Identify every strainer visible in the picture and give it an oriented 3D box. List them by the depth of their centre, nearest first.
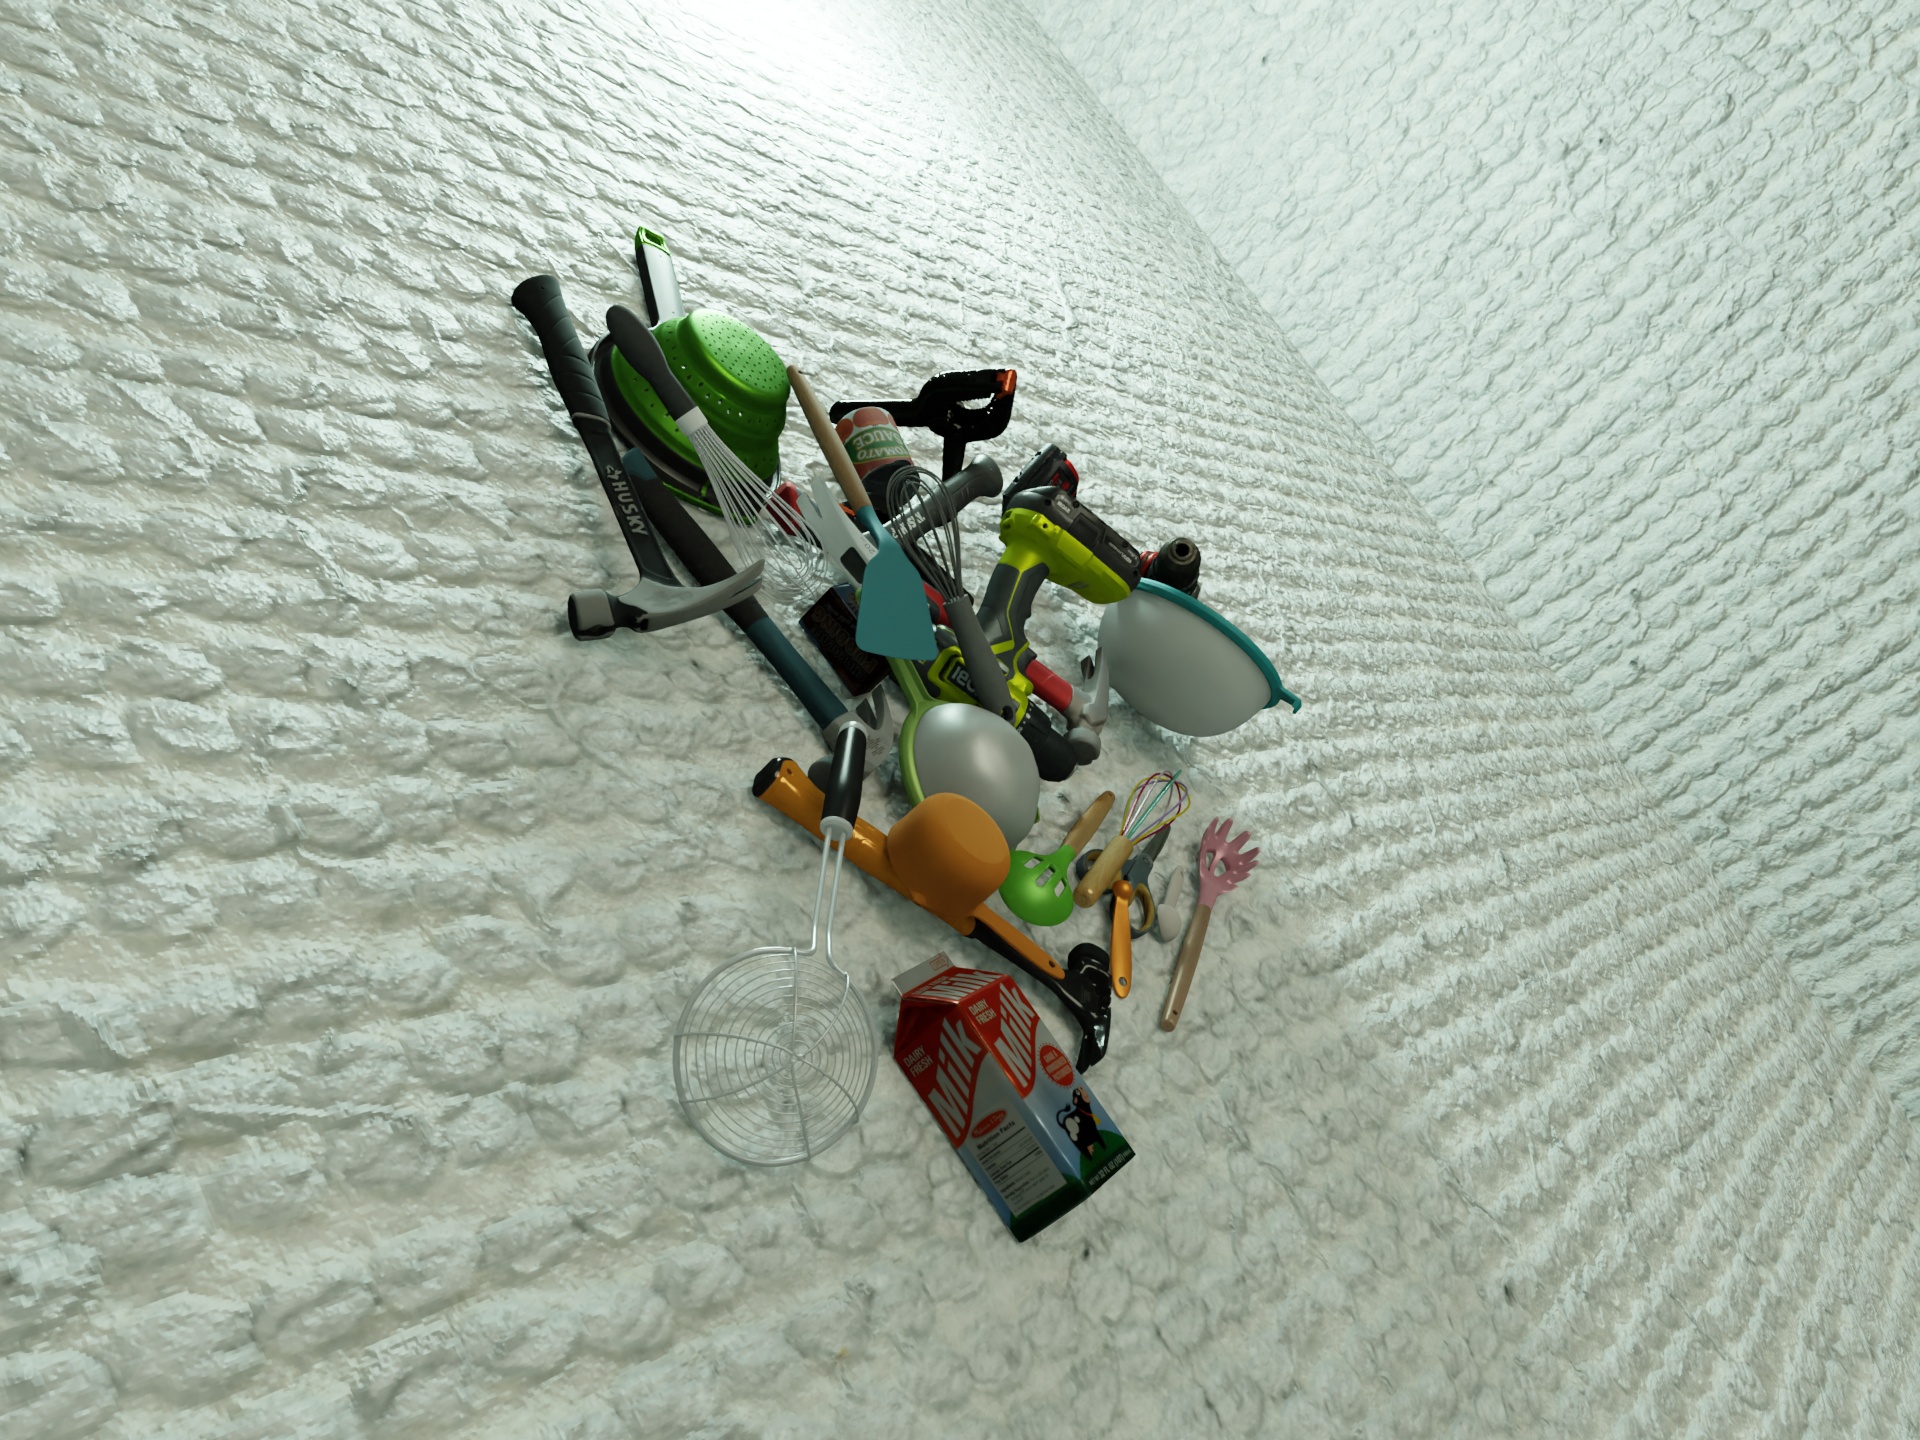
[{"bbox_3d":[-0.002,-0.004,1.292,0.256,0.069,0.151,62,32,-5],"label":"strainer"},{"bbox_3d":[0.171,-0.085,1.605,0.340,0.095,0.211,40,-12,-21],"label":"strainer"}]

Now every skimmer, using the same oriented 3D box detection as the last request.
[{"bbox_3d":[-0.103,0.128,1.059,0.127,0.090,0.364,28,30,-15],"label":"skimmer"}]

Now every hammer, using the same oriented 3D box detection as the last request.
[{"bbox_3d":[-0.017,0.139,1.197,0.336,0.034,0.127,37,29,-17],"label":"hammer"},{"bbox_3d":[-0.280,-0.223,1.254,0.149,0.036,0.409,-11,53,-24],"label":"hammer"},{"bbox_3d":[-0.172,-0.087,1.270,0.331,0.033,0.128,50,30,6],"label":"hammer"},{"bbox_3d":[-0.034,-0.195,1.471,0.146,0.035,0.335,47,31,-3],"label":"hammer"},{"bbox_3d":[-0.012,-0.109,1.476,0.386,0.038,0.143,34,41,-23],"label":"hammer"}]

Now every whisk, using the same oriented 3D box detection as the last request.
[{"bbox_3d":[-0.202,-0.218,1.307,0.284,0.070,0.070,55,27,-13],"label":"whisk"},{"bbox_3d":[-0.002,-0.101,1.336,0.239,0.055,0.055,68,27,-11],"label":"whisk"},{"bbox_3d":[0.156,0.103,1.424,0.047,0.051,0.245,50,34,-2],"label":"whisk"}]

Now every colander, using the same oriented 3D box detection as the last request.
[{"bbox_3d":[-0.238,-0.354,1.448,0.204,0.094,0.398,20,39,-40],"label":"colander"}]

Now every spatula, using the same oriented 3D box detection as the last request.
[{"bbox_3d":[-0.096,-0.184,1.322,0.082,0.044,0.318,6,46,-40],"label":"spatula"}]

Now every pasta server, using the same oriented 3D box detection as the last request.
[{"bbox_3d":[0.222,0.183,1.453,0.060,0.040,0.316,37,31,-1],"label":"pasta server"}]

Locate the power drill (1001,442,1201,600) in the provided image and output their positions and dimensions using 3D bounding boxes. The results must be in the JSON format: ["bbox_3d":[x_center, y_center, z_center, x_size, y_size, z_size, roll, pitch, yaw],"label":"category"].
[{"bbox_3d":[0.154,-0.189,1.656,0.227,0.080,0.187,37,-12,10],"label":"power drill"}]

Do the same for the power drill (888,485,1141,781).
[{"bbox_3d":[0.065,-0.075,1.423,0.190,0.080,0.228,36,73,-17],"label":"power drill"}]

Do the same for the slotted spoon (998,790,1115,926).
[{"bbox_3d":[0.095,0.104,1.359,0.070,0.031,0.314,42,20,4],"label":"slotted spoon"}]

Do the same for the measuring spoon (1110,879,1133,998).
[{"bbox_3d":[0.138,0.183,1.347,0.021,0.011,0.117,21,47,-18],"label":"measuring spoon"}]

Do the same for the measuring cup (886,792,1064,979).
[{"bbox_3d":[0.026,0.123,1.181,0.173,0.052,0.095,41,28,-6],"label":"measuring cup"}]

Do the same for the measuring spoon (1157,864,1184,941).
[{"bbox_3d":[0.200,0.163,1.457,0.124,0.018,0.034,-55,130,-63],"label":"measuring spoon"}]
